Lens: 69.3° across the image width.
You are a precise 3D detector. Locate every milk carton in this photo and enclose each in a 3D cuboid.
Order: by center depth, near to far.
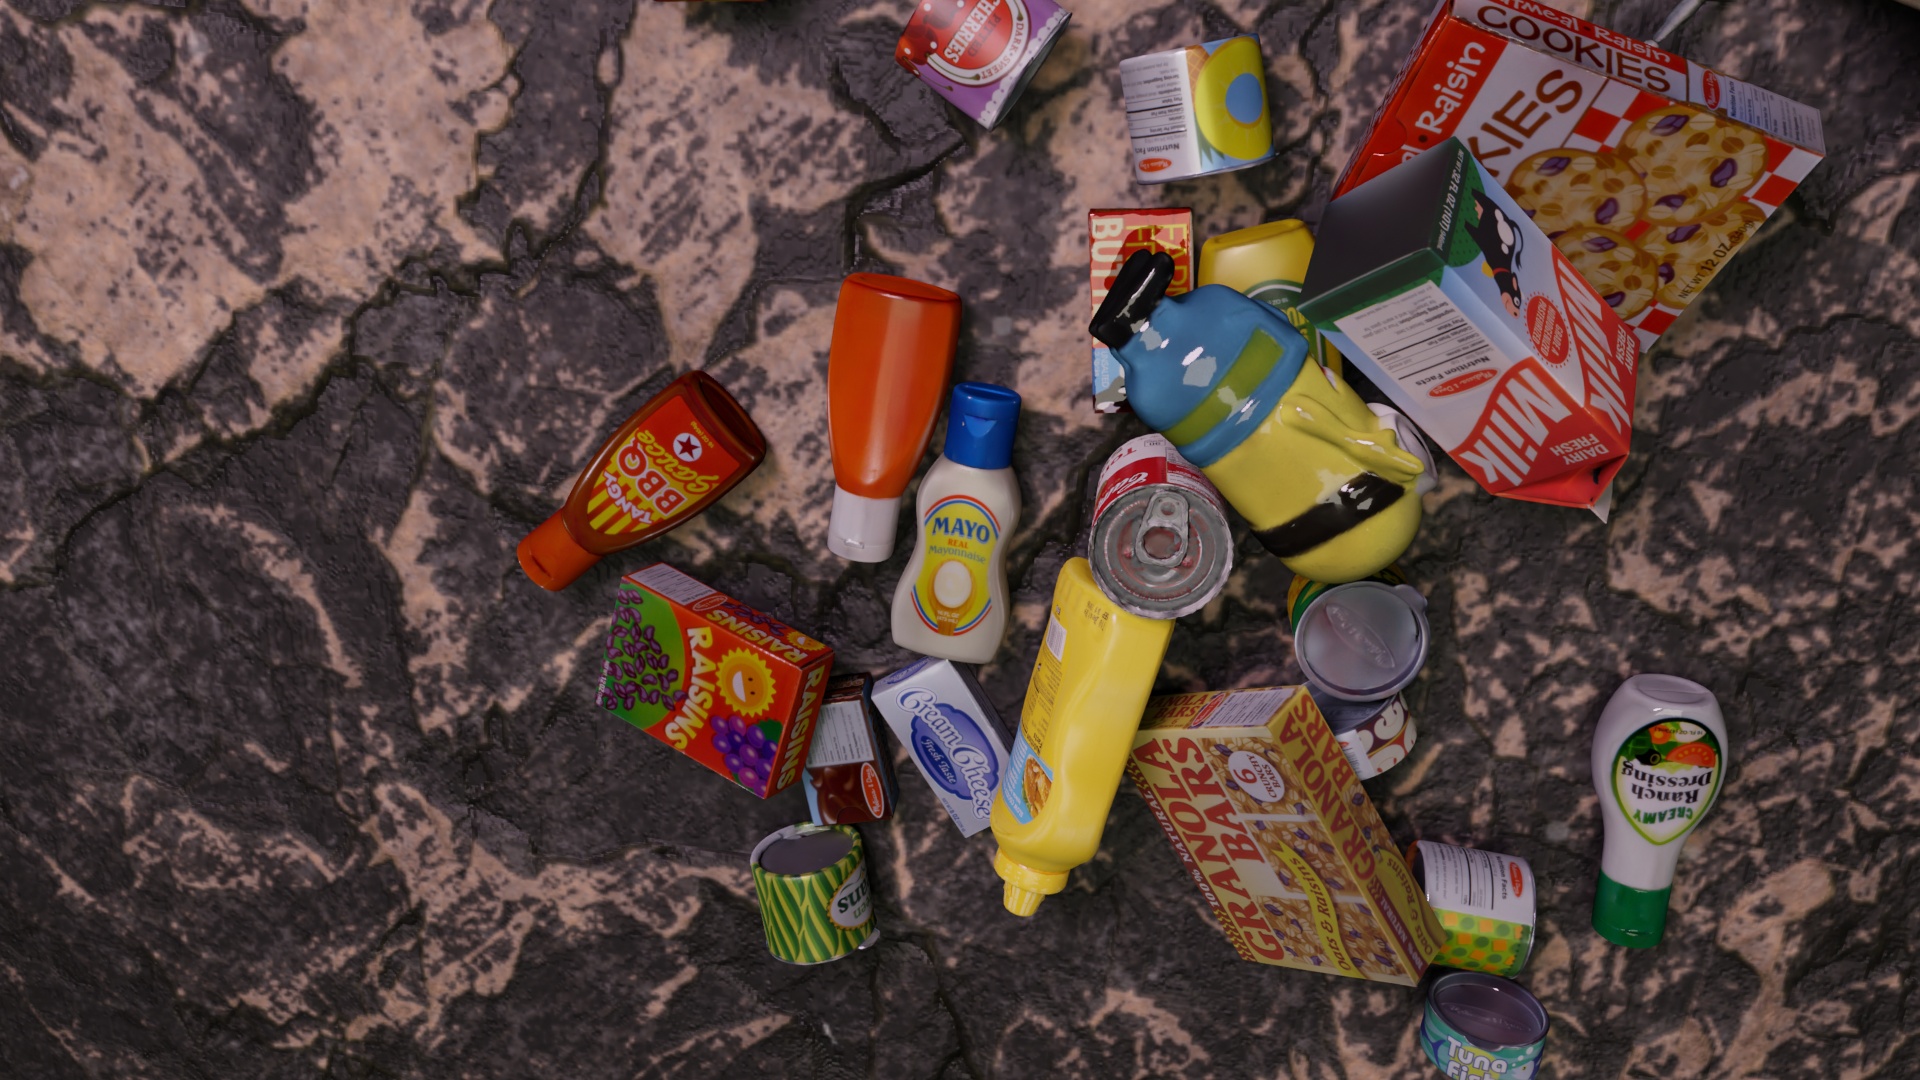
[{"bbox_3d":[0.249,-0.087,0.641,0.190,0.073,0.073,37,147,-23],"label":"milk carton"}]

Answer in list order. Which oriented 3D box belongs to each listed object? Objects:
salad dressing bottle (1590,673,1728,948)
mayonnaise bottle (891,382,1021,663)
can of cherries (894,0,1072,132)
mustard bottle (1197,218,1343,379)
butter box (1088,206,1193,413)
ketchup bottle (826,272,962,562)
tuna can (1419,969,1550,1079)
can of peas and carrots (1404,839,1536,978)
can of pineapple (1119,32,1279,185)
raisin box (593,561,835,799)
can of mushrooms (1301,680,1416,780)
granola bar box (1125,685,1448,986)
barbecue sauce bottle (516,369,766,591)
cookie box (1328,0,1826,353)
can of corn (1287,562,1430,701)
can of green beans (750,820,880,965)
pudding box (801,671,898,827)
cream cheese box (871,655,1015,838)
[{"bbox_3d":[0.369,0.147,0.746,0.064,0.044,0.147,3,109,8],"label":"salad dressing bottle"},{"bbox_3d":[0.003,-0.009,0.745,0.065,0.041,0.147,11,110,6],"label":"mayonnaise bottle"},{"bbox_3d":[0.010,-0.236,0.652,0.058,0.072,0.071,36,110,-5],"label":"can of cherries"},{"bbox_3d":[0.163,-0.077,0.696,0.065,0.049,0.159,-13,106,11],"label":"mustard bottle"},{"bbox_3d":[0.092,-0.117,0.706,0.053,0.024,0.103,-1,109,8],"label":"butter box"},{"bbox_3d":[-0.042,-0.062,0.732,0.065,0.044,0.148,14,110,7],"label":"ketchup bottle"},{"bbox_3d":[0.295,0.278,0.785,0.071,0.071,0.032,5,110,6],"label":"tuna can"},{"bbox_3d":[0.277,0.204,0.766,0.059,0.071,0.070,9,110,6],"label":"can of peas and carrots"},{"bbox_3d":[0.113,-0.203,0.653,0.071,0.071,0.057,-8,107,11],"label":"can of pineapple"},{"bbox_3d":[-0.138,0.077,0.776,0.123,0.040,0.085,25,110,20],"label":"raisin box"},{"bbox_3d":[0.207,0.097,0.741,0.071,0.071,0.033,-23,106,15],"label":"can of mushrooms"},{"bbox_3d":[0.167,0.156,0.744,0.124,0.039,0.165,-14,111,54],"label":"granola bar box"},{"bbox_3d":[-0.180,-0.027,0.763,0.148,0.044,0.065,-36,101,18],"label":"barbecue sauce bottle"},{"bbox_3d":[0.268,-0.165,0.626,0.167,0.040,0.122,21,143,0],"label":"cookie box"},{"bbox_3d":[0.208,0.040,0.724,0.071,0.058,0.071,2,109,7],"label":"can of corn"},{"bbox_3d":[-0.086,0.205,0.816,0.071,0.071,0.057,-5,107,10],"label":"can of green beans"},{"bbox_3d":[-0.069,0.121,0.805,0.049,0.030,0.083,-9,107,10],"label":"pudding box"},{"bbox_3d":[-0.001,0.115,0.796,0.053,0.024,0.103,-30,102,15],"label":"cream cheese box"}]
